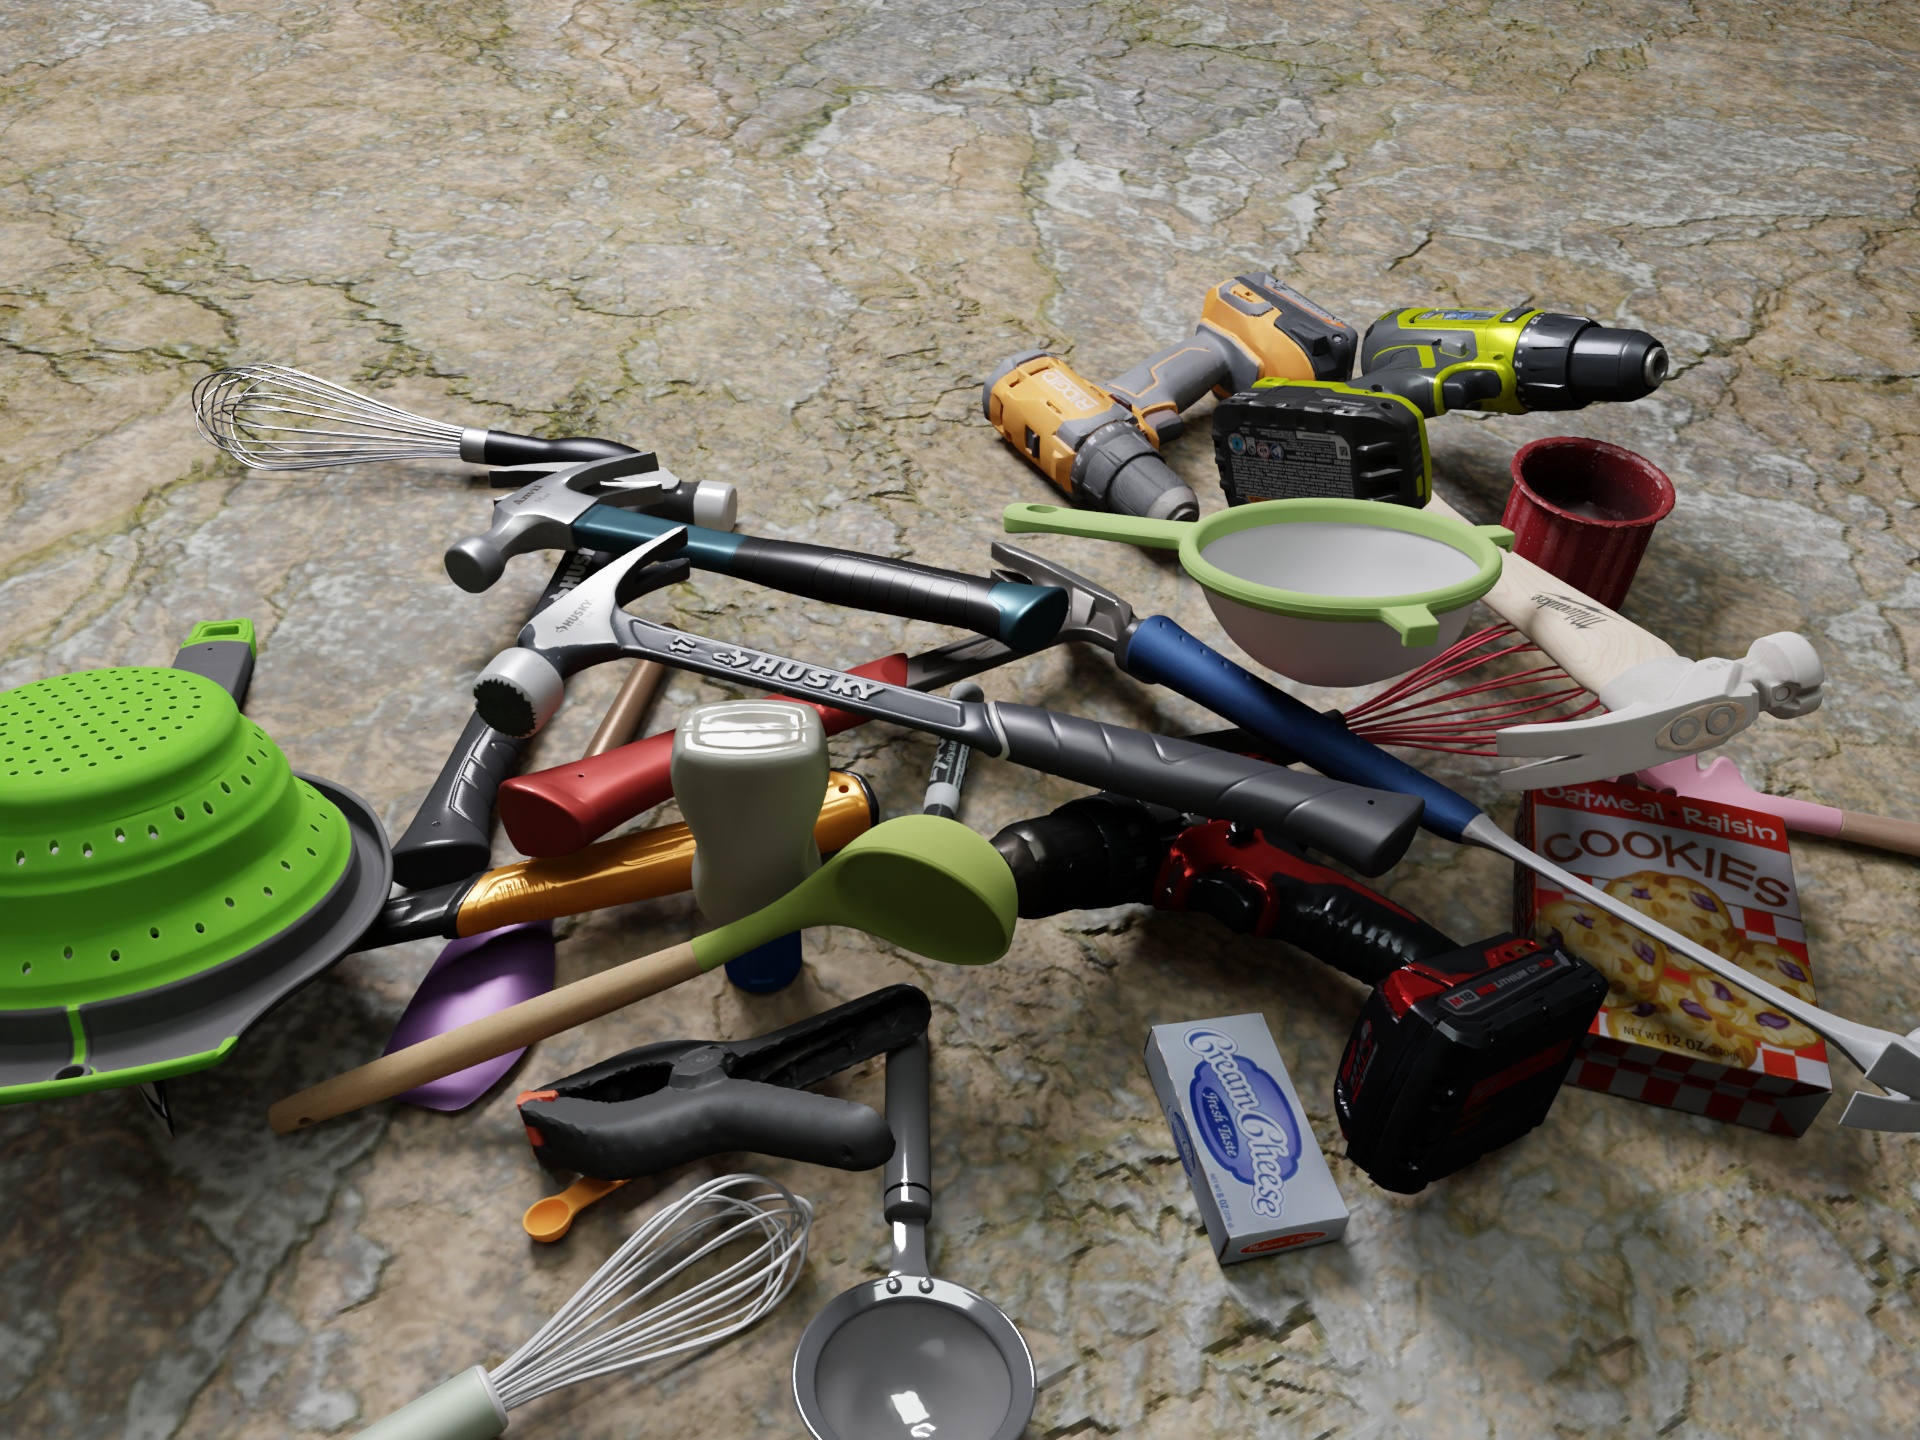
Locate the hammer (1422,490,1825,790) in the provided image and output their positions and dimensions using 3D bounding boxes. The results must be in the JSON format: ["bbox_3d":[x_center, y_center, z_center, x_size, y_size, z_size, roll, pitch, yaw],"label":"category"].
[{"bbox_3d":[0.276,-0.084,0.873,0.146,0.038,0.411,-16,28,-3],"label":"hammer"}]

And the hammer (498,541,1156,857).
[{"bbox_3d":[-0.063,-0.014,0.801,0.359,0.036,0.149,-21,37,-34],"label":"hammer"}]

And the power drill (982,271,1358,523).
[{"bbox_3d":[0.153,-0.202,1.040,0.226,0.084,0.186,-24,49,-21],"label":"power drill"}]

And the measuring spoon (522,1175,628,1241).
[{"bbox_3d":[-0.127,0.179,0.654,0.117,0.011,0.021,-29,36,-35],"label":"measuring spoon"}]

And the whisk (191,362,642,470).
[{"bbox_3d":[-0.336,-0.178,0.996,0.284,0.070,0.070,7,42,-3],"label":"whisk"}]

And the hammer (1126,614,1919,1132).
[{"bbox_3d":[0.235,0.052,0.703,0.406,0.035,0.144,33,15,33],"label":"hammer"}]

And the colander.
[{"bbox_3d":[-0.359,0.005,0.700,0.204,0.094,0.397,-7,28,-13],"label":"colander"}]

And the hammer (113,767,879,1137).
[{"bbox_3d":[-0.192,0.081,0.709,0.337,0.034,0.127,-13,41,-22],"label":"hammer"}]

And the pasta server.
[{"bbox_3d":[0.478,0.053,0.810,0.316,0.040,0.060,12,41,8],"label":"pasta server"}]

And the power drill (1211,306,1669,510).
[{"bbox_3d":[0.280,-0.187,0.941,0.228,0.080,0.191,-30,30,-30],"label":"power drill"}]

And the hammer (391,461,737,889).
[{"bbox_3d":[-0.233,-0.039,0.866,0.146,0.035,0.335,8,43,4],"label":"hammer"}]

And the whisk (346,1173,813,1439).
[{"bbox_3d":[-0.160,0.236,0.567,0.246,0.057,0.059,-25,15,-24],"label":"whisk"}]

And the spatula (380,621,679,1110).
[{"bbox_3d":[-0.192,0.056,0.777,0.060,0.018,0.316,10,44,5],"label":"spatula"}]

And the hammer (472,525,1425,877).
[{"bbox_3d":[-0.001,-0.002,0.711,0.409,0.036,0.149,14,40,13],"label":"hammer"}]

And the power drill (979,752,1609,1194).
[{"bbox_3d":[0.132,0.094,0.681,0.188,0.080,0.227,-10,35,-38],"label":"power drill"}]

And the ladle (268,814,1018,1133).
[{"bbox_3d":[-0.130,0.115,0.649,0.320,0.078,0.062,-21,45,-1],"label":"ladle"}]

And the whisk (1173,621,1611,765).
[{"bbox_3d":[0.217,0.000,0.837,0.296,0.073,0.073,-12,44,-9],"label":"whisk"}]

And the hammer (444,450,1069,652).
[{"bbox_3d":[-0.104,-0.084,0.848,0.331,0.033,0.128,13,41,20],"label":"hammer"}]

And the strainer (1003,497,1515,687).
[{"bbox_3d":[0.136,-0.064,0.796,0.256,0.069,0.151,12,28,29],"label":"strainer"}]

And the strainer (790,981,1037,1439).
[{"bbox_3d":[-0.019,0.197,0.618,0.087,0.050,0.259,3,37,-4],"label":"strainer"}]
